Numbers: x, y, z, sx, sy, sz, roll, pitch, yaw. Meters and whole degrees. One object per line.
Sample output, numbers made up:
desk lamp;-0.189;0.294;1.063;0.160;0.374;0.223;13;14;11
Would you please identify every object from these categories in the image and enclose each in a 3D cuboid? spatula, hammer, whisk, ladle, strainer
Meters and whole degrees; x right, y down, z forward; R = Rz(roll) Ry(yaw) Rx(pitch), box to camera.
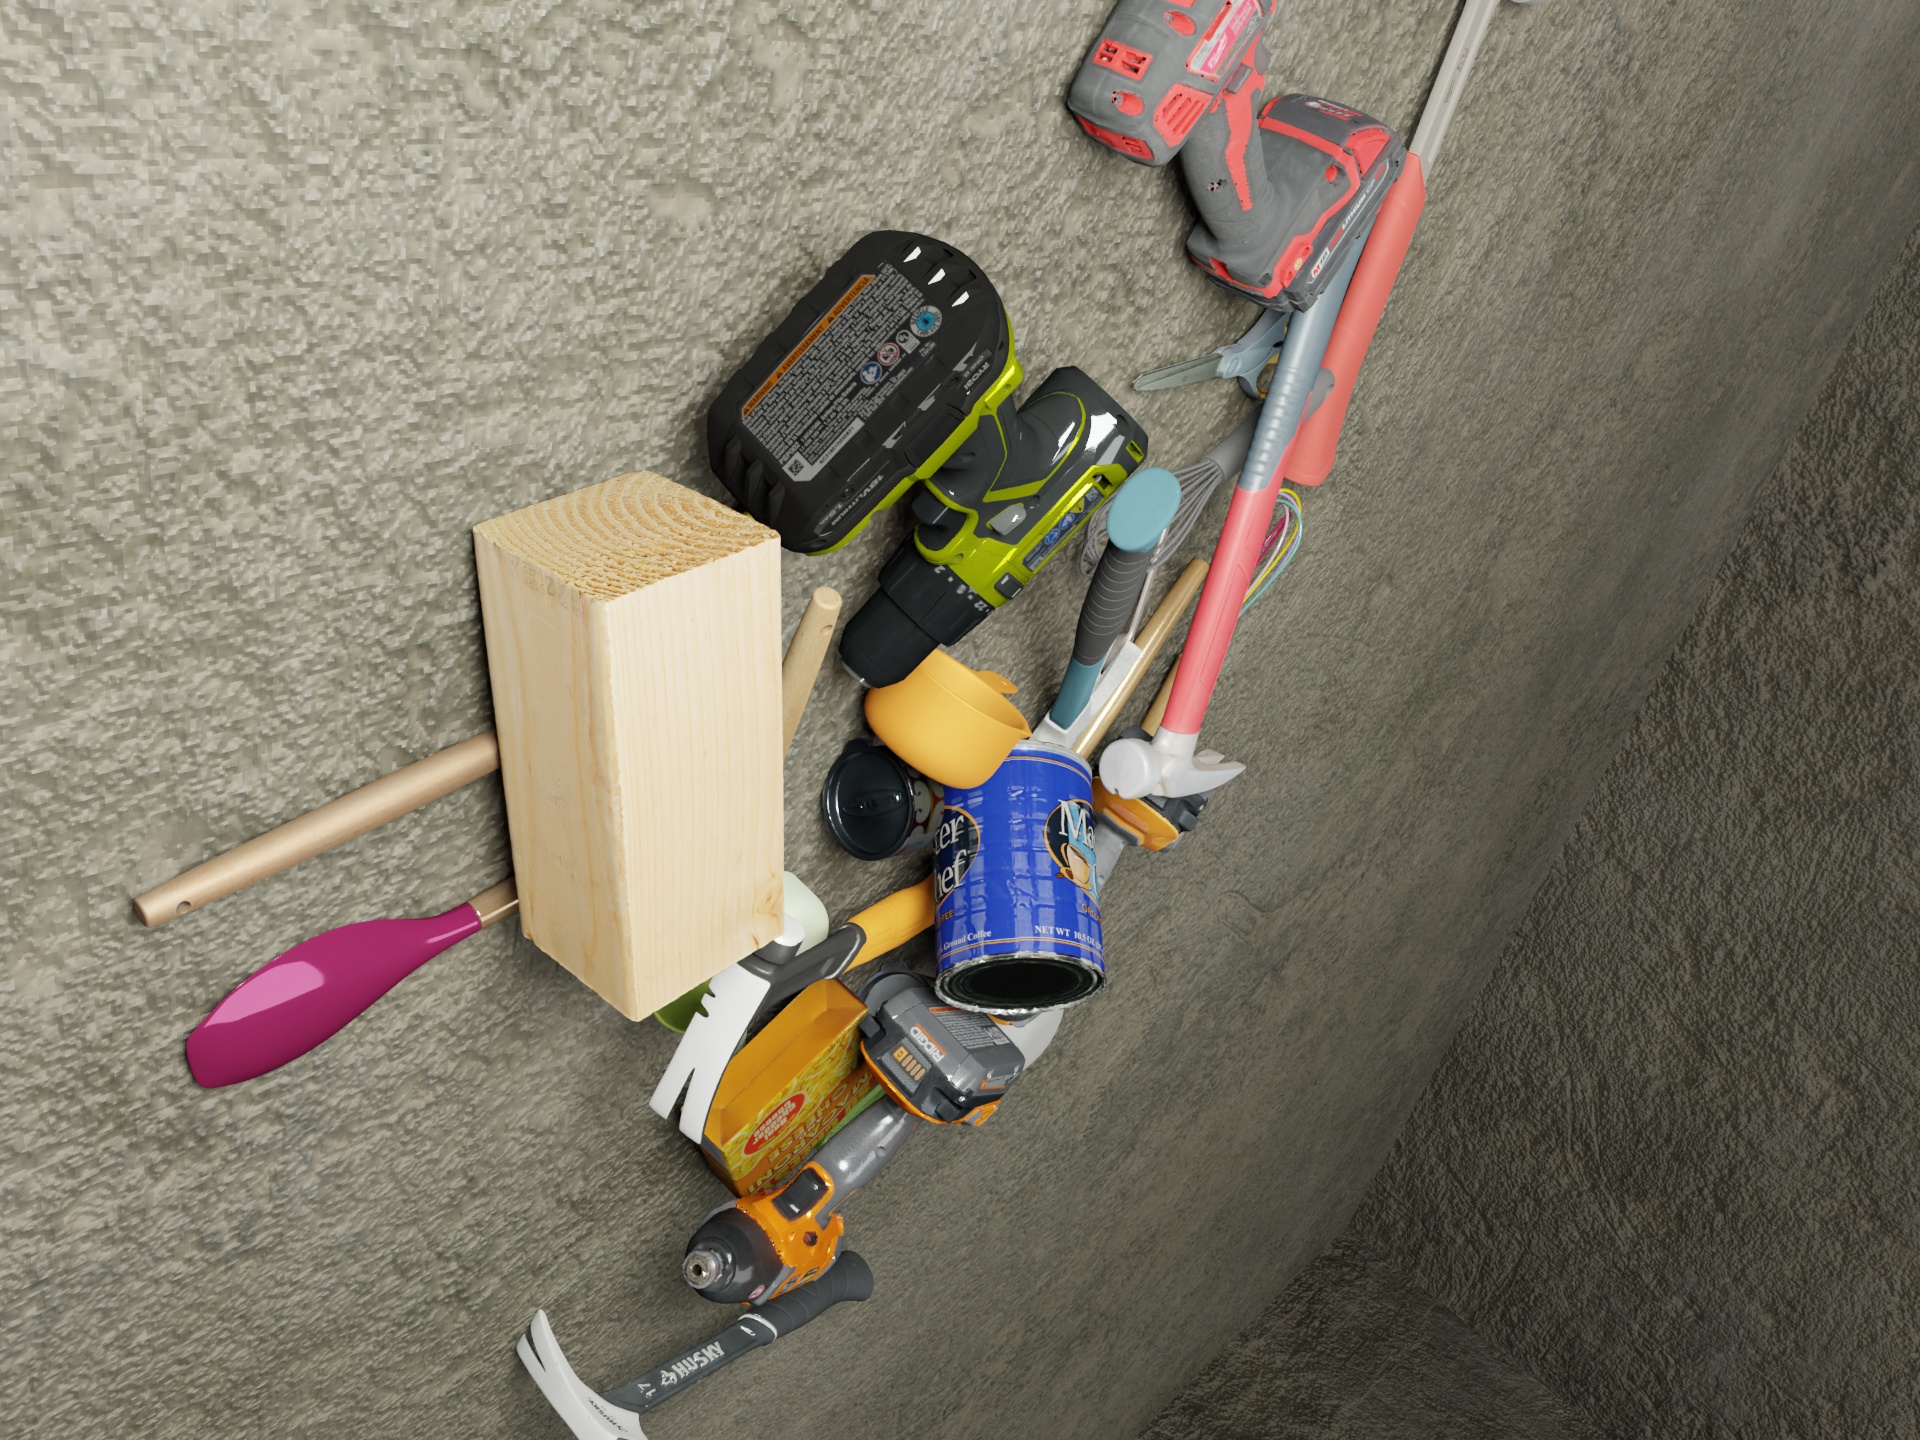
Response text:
spatula;-0.202;0.010;0.695;0.316;0.018;0.059;-30;139;-38
hammer;0.191;-0.134;0.999;0.143;0.038;0.386;-4;116;-53
hammer;0.080;-0.048;0.940;0.128;0.033;0.330;-52;170;-20
whisk;0.185;-0.061;1.175;0.047;0.051;0.245;-14;136;-57
ladle;-0.101;0.055;0.782;0.078;0.062;0.320;-16;150;-34
strainer;-0.001;0.257;1.210;0.256;0.069;0.151;-36;147;-32
hammer;-0.065;0.138;0.939;0.127;0.034;0.337;-62;165;15
whisk;0.161;-0.162;1.014;0.239;0.055;0.055;-40;148;-23
hammer;0.278;-0.320;1.038;0.149;0.037;0.358;-20;137;-46
hammer;-0.160;0.441;1.145;0.036;0.149;0.408;-57;161;7

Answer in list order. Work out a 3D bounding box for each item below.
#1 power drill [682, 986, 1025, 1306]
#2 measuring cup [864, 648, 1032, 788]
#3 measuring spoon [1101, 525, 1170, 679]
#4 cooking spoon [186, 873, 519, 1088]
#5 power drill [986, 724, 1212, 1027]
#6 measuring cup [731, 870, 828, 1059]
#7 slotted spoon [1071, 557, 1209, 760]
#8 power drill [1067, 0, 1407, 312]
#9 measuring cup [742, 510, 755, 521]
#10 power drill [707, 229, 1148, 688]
power drill;-0.074;0.271;0.986;0.226;0.084;0.164;-48;161;6
measuring cup;-0.001;-0.003;0.936;0.052;0.095;0.173;-54;170;10
measuring spoon;0.118;-0.086;1.078;0.034;0.018;0.124;-41;151;-68
cooking spoon;-0.210;0.081;0.759;0.319;0.017;0.068;-30;144;-36
power drill;0.081;0.115;1.108;0.226;0.084;0.185;-53;176;-8
measuring cup;-0.121;0.167;0.964;0.083;0.038;0.167;-23;138;-43
slotted spoon;0.084;0.017;1.118;0.314;0.031;0.070;-56;-171;-3
power drill;0.147;-0.315;0.811;0.143;0.079;0.219;-57;149;5
measuring cup;-0.065;-0.135;0.747;0.156;0.029;0.062;-42;155;2
power drill;-0.018;-0.106;0.736;0.190;0.080;0.228;-46;158;7
